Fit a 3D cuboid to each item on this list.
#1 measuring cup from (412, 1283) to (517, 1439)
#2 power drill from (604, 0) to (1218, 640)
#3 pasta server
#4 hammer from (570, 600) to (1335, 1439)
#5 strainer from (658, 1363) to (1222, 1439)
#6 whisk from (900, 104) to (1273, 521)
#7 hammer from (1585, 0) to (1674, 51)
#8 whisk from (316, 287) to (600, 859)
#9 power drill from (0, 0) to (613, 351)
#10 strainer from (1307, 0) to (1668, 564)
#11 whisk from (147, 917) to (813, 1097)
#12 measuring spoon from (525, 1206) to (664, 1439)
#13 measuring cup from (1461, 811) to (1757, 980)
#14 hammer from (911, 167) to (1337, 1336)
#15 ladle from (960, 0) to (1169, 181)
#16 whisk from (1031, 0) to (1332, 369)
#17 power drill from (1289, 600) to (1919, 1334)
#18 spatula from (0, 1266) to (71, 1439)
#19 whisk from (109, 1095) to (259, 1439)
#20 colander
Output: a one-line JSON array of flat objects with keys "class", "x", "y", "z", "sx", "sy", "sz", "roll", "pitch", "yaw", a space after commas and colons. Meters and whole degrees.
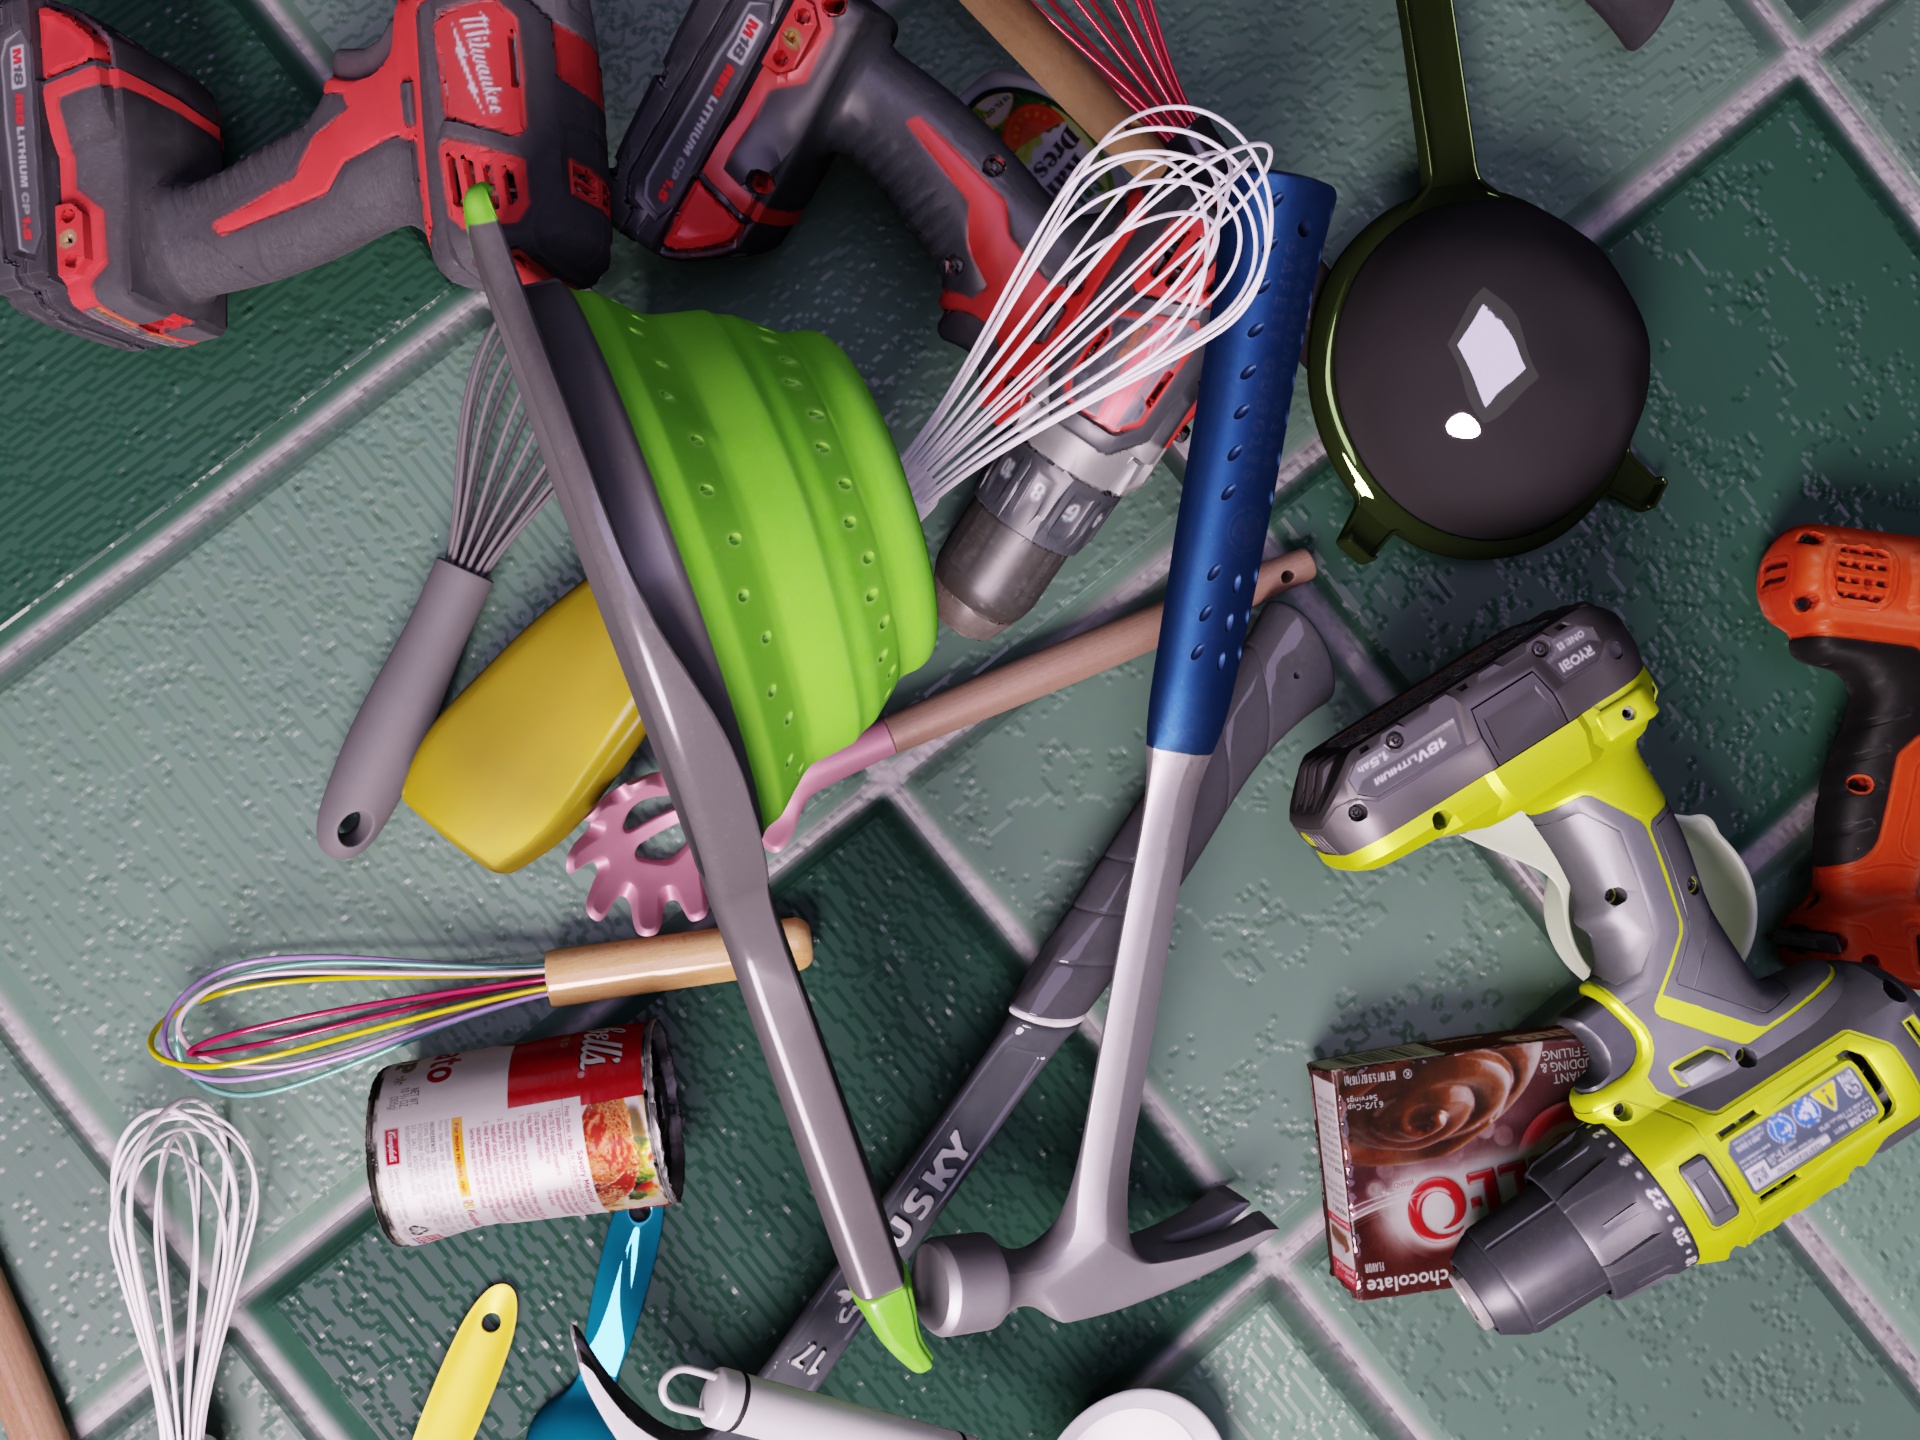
[{"class": "measuring cup", "x": -0.203, "y": 0.291, "z": 0.603, "sx": 0.062, "sy": 0.029, "sz": 0.156, "roll": 22, "pitch": 74, "yaw": -3}, {"class": "power drill", "x": -0.018, "y": -0.155, "z": 0.597, "sx": 0.226, "sy": 0.080, "sz": 0.188, "roll": 34, "pitch": 111, "yaw": 0}, {"class": "pasta server", "x": -0.001, "y": -0.002, "z": 0.622, "sx": 0.316, "sy": 0.040, "sz": 0.060, "roll": -22, "pitch": 111, "yaw": -7}, {"class": "hammer", "x": 0.017, "y": 0.124, "z": 0.606, "sx": 0.149, "sy": 0.036, "sz": 0.409, "roll": 38, "pitch": 81, "yaw": -20}, {"class": "strainer", "x": 0.006, "y": 0.268, "z": 0.576, "sx": 0.258, "sy": 0.050, "sz": 0.087, "roll": 27, "pitch": 77, "yaw": -25}, {"class": "whisk", "x": 0.000, "y": -0.096, "z": 0.545, "sx": 0.070, "sy": 0.070, "sz": 0.284, "roll": 51, "pitch": 129, "yaw": 0}, {"class": "hammer", "x": 0.166, "y": -0.400, "z": 0.657, "sx": 0.335, "sy": 0.035, "sz": 0.146, "roll": 42, "pitch": 84, "yaw": -1}, {"class": "whisk", "x": -0.192, "y": -0.057, "z": 0.607, "sx": 0.055, "sy": 0.055, "sz": 0.239, "roll": 24, "pitch": 90, "yaw": -3}, {"class": "power drill", "x": -0.230, "y": -0.213, "z": 0.564, "sx": 0.219, "sy": 0.078, "sz": 0.143, "roll": -5, "pitch": 87, "yaw": 14}, {"class": "strainer", "x": 0.207, "y": -0.192, "z": 0.613, "sx": 0.151, "sy": 0.069, "sz": 0.256, "roll": -11, "pitch": 94, "yaw": -15}, {"class": "whisk", "x": -0.178, "y": 0.104, "z": 0.601, "sx": 0.245, "sy": 0.047, "sz": 0.051, "roll": -7, "pitch": 86, "yaw": -8}, {"class": "measuring spoon", "x": -0.135, "y": 0.237, "z": 0.606, "sx": 0.042, "sy": 0.021, "sz": 0.128, "roll": 14, "pitch": 87, "yaw": -4}, {"class": "measuring cup", "x": 0.233, "y": 0.054, "z": 0.639, "sx": 0.167, "sy": 0.038, "sz": 0.083, "roll": 28, "pitch": 86, "yaw": 3}, {"class": "hammer", "x": 0.079, "y": 0.021, "z": 0.559, "sx": 0.144, "sy": 0.035, "sz": 0.405, "roll": 3, "pitch": 101, "yaw": -30}, {"class": "ladle", "x": -0.020, "y": -0.303, "z": 0.572, "sx": 0.078, "sy": 0.062, "sz": 0.320, "roll": -28, "pitch": 64, "yaw": -14}, {"class": "whisk", "x": 0.077, "y": -0.250, "z": 0.633, "sx": 0.073, "sy": 0.073, "sz": 0.296, "roll": -39, "pitch": 96, "yaw": -5}, {"class": "power drill", "x": 0.221, "y": 0.092, "z": 0.579, "sx": 0.190, "sy": 0.080, "sz": 0.228, "roll": -32, "pitch": 88, "yaw": -1}, {"class": "spatula", "x": -0.373, "y": 0.201, "z": 0.593, "sx": 0.060, "sy": 0.018, "sz": 0.316, "roll": -24, "pitch": 88, "yaw": -4}, {"class": "whisk", "x": -0.285, "y": 0.261, "z": 0.583, "sx": 0.058, "sy": 0.059, "sz": 0.246, "roll": 0, "pitch": 92, "yaw": 8}, {"class": "colander", "x": -0.043, "y": 0.021, "z": 0.508, "sx": 0.094, "sy": 0.204, "sz": 0.397, "roll": -20, "pitch": 103, "yaw": -12}]
